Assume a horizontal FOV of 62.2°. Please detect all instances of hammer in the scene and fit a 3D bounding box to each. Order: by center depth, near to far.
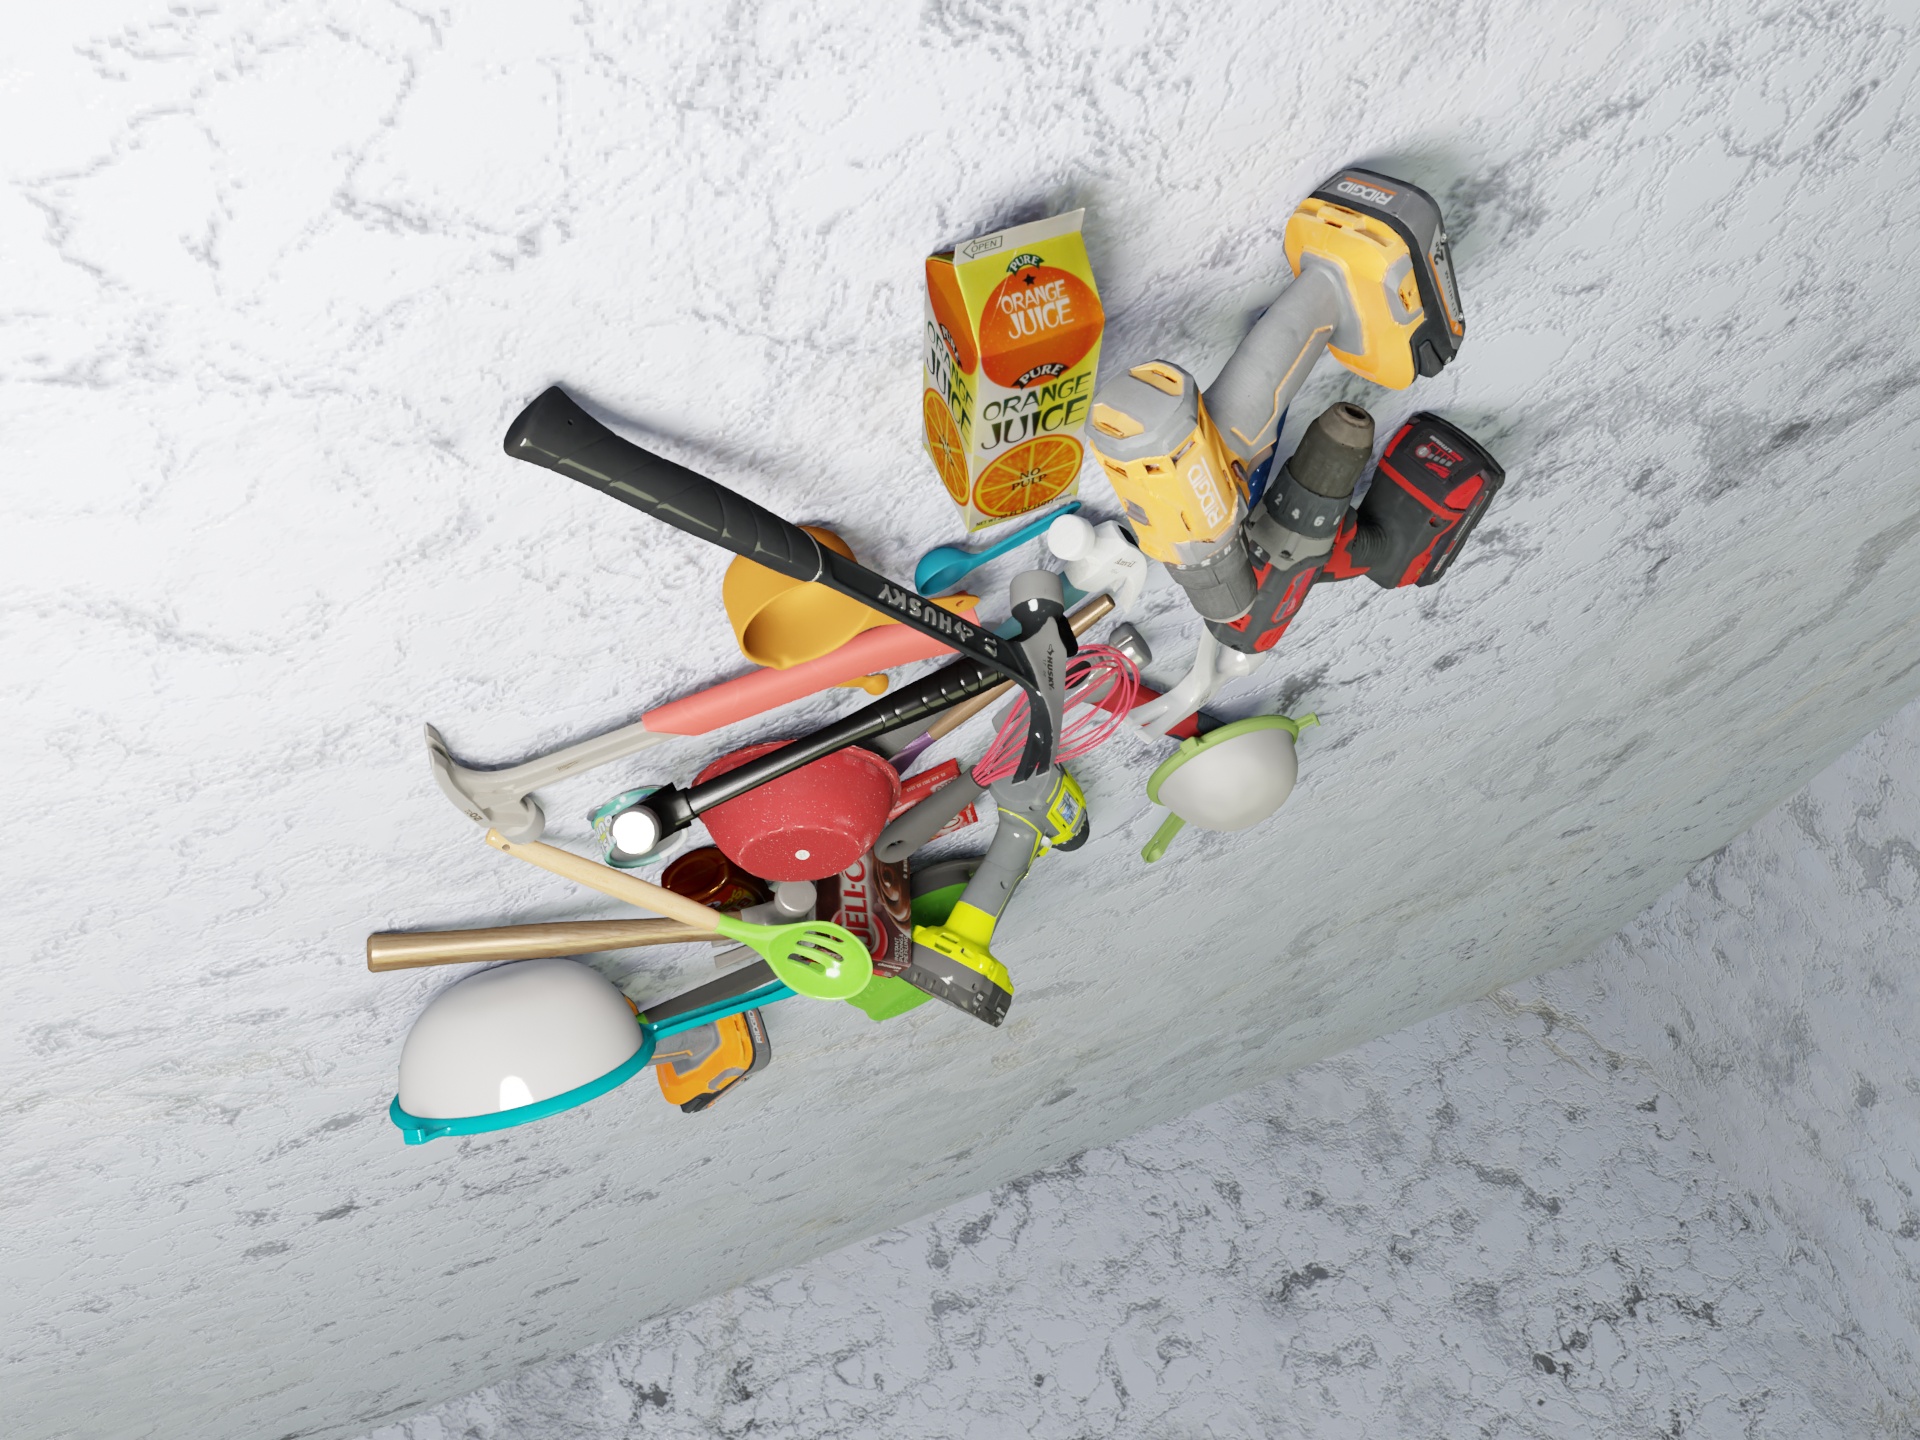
[{"bbox_3d":[-0.074,-0.081,0.894,0.036,0.149,0.408,-23,148,37],"label":"hammer"},{"bbox_3d":[-0.160,-0.014,1.044,0.359,0.037,0.149,-20,155,-2],"label":"hammer"},{"bbox_3d":[-0.074,0.007,1.082,0.335,0.035,0.146,-24,-177,-3],"label":"hammer"},{"bbox_3d":[0.190,-0.125,1.123,0.144,0.035,0.405,-36,154,-22],"label":"hammer"},{"bbox_3d":[0.004,-0.036,1.168,0.331,0.033,0.128,-39,155,29],"label":"hammer"},{"bbox_3d":[-0.285,0.168,1.235,0.331,0.031,0.130,-2,154,-20],"label":"hammer"},{"bbox_3d":[0.178,0.008,1.411,0.143,0.038,0.386,-35,153,22],"label":"hammer"}]

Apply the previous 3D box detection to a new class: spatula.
[{"bbox_3d":[-0.002,-0.004,1.247,0.316,0.018,0.059,-37,157,25],"label":"spatula"}]

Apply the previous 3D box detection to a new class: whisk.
[{"bbox_3d":[0.029,0.035,1.251,0.073,0.073,0.295,6,143,-48],"label":"whisk"}]

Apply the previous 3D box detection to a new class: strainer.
[{"bbox_3d":[-0.299,0.230,1.293,0.340,0.095,0.211,-15,-171,-19],"label":"strainer"},{"bbox_3d":[0.235,0.089,1.496,0.151,0.069,0.256,-10,151,-26],"label":"strainer"}]

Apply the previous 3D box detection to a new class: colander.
[{"bbox_3d":[-0.123,0.245,1.458,0.397,0.094,0.204,-21,163,-25],"label":"colander"}]

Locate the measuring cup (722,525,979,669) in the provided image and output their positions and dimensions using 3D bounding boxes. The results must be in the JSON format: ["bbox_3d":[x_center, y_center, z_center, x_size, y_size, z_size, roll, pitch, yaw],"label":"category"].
[{"bbox_3d":[-0.068,-0.084,0.997,0.173,0.052,0.095,-9,150,-35],"label":"measuring cup"}]

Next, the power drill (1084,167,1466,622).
[{"bbox_3d":[0.183,-0.173,0.902,0.226,0.084,0.185,-45,139,-8],"label":"power drill"}]

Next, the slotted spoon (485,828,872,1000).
[{"bbox_3d":[-0.204,0.139,1.183,0.313,0.031,0.070,25,112,-26],"label":"slotted spoon"}]

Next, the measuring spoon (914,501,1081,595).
[{"bbox_3d":[0.022,-0.122,1.054,0.128,0.021,0.042,-29,167,-14],"label":"measuring spoon"}]

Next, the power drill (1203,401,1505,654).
[{"bbox_3d":[0.276,-0.149,1.093,0.226,0.080,0.187,-21,147,-38],"label":"power drill"}]

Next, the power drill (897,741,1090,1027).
[{"bbox_3d":[0.043,0.147,1.401,0.228,0.080,0.190,-63,156,-11],"label":"power drill"}]

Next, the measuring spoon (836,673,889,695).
[{"bbox_3d":[-0.094,-0.027,1.126,0.116,0.011,0.021,4,142,-46],"label":"measuring spoon"}]

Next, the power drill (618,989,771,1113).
[{"bbox_3d":[-0.312,0.323,1.520,0.164,0.084,0.226,-38,147,26],"label":"power drill"}]
